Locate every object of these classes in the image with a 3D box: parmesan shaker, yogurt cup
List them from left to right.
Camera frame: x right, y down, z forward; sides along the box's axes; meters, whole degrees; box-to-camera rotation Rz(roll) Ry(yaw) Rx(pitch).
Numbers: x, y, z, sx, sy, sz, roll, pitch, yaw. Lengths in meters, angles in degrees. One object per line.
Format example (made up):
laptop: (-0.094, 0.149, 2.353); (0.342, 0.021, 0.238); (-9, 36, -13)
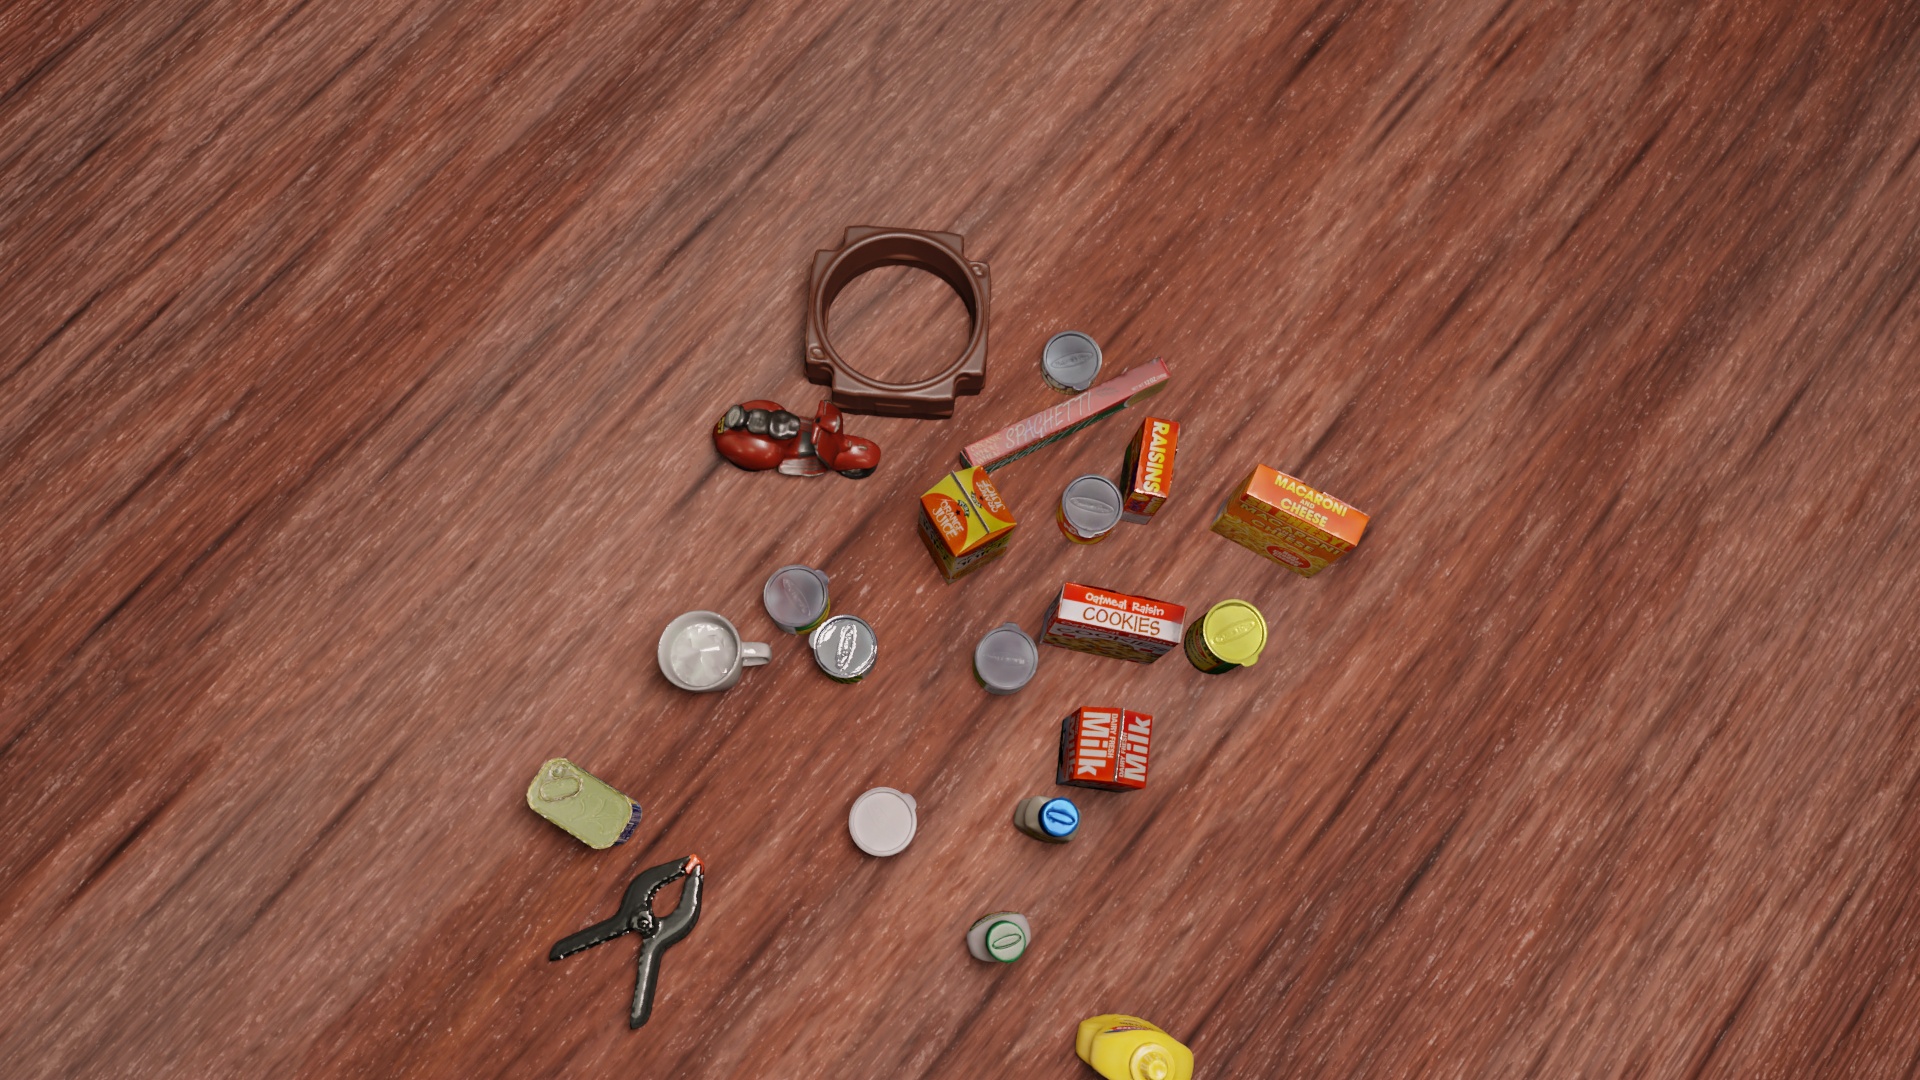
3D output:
yogurt cup: (-0.079, 0.288, 1.421); (0.072, 0.054, 0.072); (1, 77, -3)
parmesan shaker: (0.278, 0.106, 1.460); (0.071, 0.103, 0.071); (1, 77, -3)

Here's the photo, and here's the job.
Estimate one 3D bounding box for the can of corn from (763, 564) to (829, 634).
can of corn: (-0.170, 0.062, 1.468); (0.071, 0.058, 0.071); (1, 77, -3)

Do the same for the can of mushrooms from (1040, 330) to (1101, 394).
can of mushrooms: (0.124, -0.197, 1.560); (0.071, 0.033, 0.071); (1, 77, -3)

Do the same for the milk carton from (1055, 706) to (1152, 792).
milk carton: (0.144, 0.209, 1.382); (0.073, 0.190, 0.072); (8, 77, -1)

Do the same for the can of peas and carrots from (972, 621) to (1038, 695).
can of peas and carrots: (0.046, 0.125, 1.465); (0.071, 0.058, 0.071); (1, 77, -3)

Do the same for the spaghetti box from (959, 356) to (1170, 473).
spaghetti box: (0.115, -0.134, 1.536); (0.250, 0.050, 0.029); (-26, 80, -9)

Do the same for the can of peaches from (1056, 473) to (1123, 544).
can of peaches: (0.139, -0.031, 1.508); (0.071, 0.058, 0.071); (1, 77, -3)

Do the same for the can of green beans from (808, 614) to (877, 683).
can of green beans: (-0.120, 0.115, 1.458); (0.071, 0.057, 0.071); (1, 77, -3)

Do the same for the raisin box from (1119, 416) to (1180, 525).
raisin box: (0.200, -0.073, 1.488); (0.040, 0.123, 0.086); (12, 77, 0)

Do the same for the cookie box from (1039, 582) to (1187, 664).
cookie box: (0.153, 0.087, 1.424); (0.123, 0.167, 0.040); (11, 77, 0)

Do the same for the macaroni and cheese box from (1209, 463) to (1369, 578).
macaroni and cheese box: (0.342, -0.019, 1.461); (0.124, 0.166, 0.040); (26, 77, 3)

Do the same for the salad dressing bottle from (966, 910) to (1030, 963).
salad dressing bottle: (0.040, 0.388, 1.355); (0.064, 0.147, 0.044); (-16, 78, -7)

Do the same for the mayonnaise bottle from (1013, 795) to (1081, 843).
mayonnaise bottle: (0.090, 0.278, 1.384); (0.065, 0.147, 0.041); (19, 77, 1)

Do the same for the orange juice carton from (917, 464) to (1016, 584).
orange juice carton: (0.005, -0.018, 1.428); (0.073, 0.192, 0.072); (-29, 80, -9)
